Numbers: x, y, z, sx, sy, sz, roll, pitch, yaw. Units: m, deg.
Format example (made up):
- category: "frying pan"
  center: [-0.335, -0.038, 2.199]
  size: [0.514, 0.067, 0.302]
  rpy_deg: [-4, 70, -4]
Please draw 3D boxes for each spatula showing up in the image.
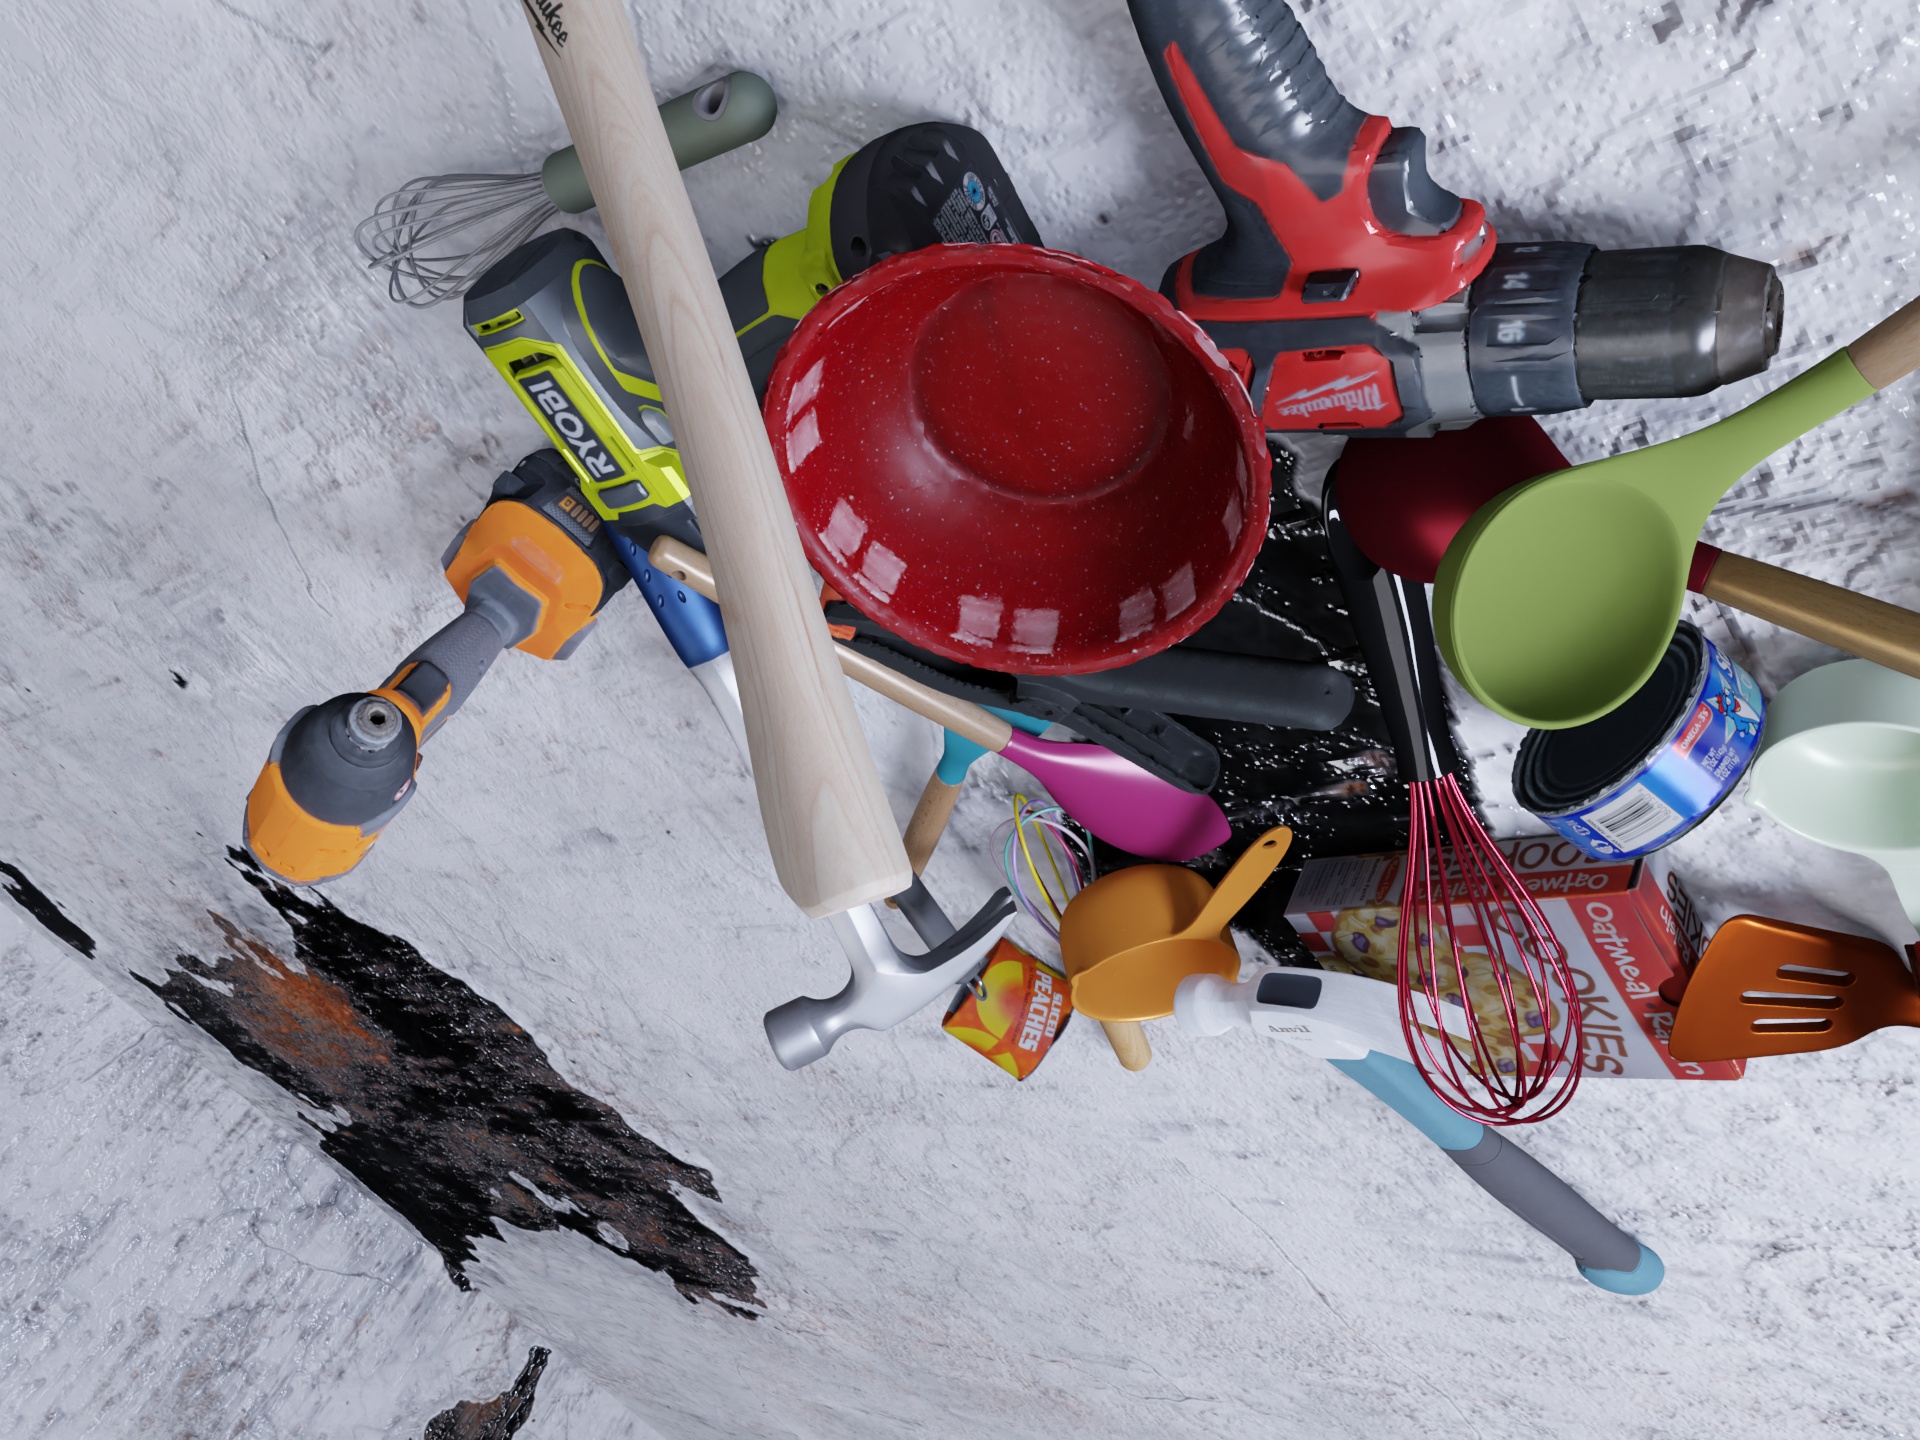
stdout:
- category: "spatula"
  center: [-0.004, 0.031, 0.842]
  size: [0.082, 0.044, 0.317]
  rpy_deg: [29, 150, 3]
- category: "spatula"
  center: [0.447, 0.145, 0.608]
  size: [0.323, 0.041, 0.081]
  rpy_deg: [18, 126, 18]

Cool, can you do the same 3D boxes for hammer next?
- category: "hammer"
  center: [-0.109, -0.024, 0.763]
  size: [0.405, 0.144, 0.035]
  rpy_deg: [64, 179, -17]
- category: "hammer"
  center: [0.255, 0.211, 0.794]
  size: [0.330, 0.033, 0.128]
  rpy_deg: [39, 149, -29]
- category: "hammer"
  center: [-0.087, -0.143, 0.482]
  size: [0.146, 0.038, 0.411]
  rpy_deg: [-30, 77, 55]

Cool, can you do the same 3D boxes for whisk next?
- category: "whisk"
  center: [0.069, 0.123, 0.886]
  size: [0.047, 0.051, 0.244]
  rpy_deg: [43, 165, 45]
- category: "whisk"
  center: [0.189, 0.036, 0.623]
  size: [0.073, 0.073, 0.295]
  rpy_deg: [-3, 114, 40]
- category: "whisk"
  center: [-0.166, -0.217, 0.653]
  size: [0.246, 0.058, 0.059]
  rpy_deg: [-5, 165, 38]

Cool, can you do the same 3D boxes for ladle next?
- category: "ladle"
  center: [0.253, -0.034, 0.481]
  size: [0.316, 0.031, 0.069]
  rpy_deg: [27, 104, 29]
- category: "ladle"
  center: [0.254, -0.098, 0.397]
  size: [0.078, 0.062, 0.320]
  rpy_deg: [34, 132, -20]

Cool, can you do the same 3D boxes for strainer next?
- category: "strainer"
  center: [-0.053, 0.054, 0.857]
  size: [0.050, 0.087, 0.258]
  rpy_deg: [-29, 110, 15]

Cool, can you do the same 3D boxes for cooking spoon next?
- category: "cooking spoon"
  center: [-0.001, -0.002, 0.724]
  size: [0.318, 0.017, 0.068]
  rpy_deg: [29, 139, -26]

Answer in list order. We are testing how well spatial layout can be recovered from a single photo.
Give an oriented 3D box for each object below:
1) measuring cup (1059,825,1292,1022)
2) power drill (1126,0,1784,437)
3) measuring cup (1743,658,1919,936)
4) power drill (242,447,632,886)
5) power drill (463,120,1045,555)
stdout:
- category: "measuring cup"
  center: [0.109, 0.085, 0.782]
  size: [0.095, 0.052, 0.173]
  rpy_deg: [6, 138, -23]
- category: "power drill"
  center: [0.124, -0.175, 0.445]
  size: [0.188, 0.080, 0.226]
  rpy_deg: [6, 140, 33]
- category: "measuring cup"
  center: [0.342, 0.036, 0.570]
  size: [0.083, 0.038, 0.167]
  rpy_deg: [-9, 138, 43]
- category: "power drill"
  center: [-0.250, -0.030, 0.778]
  size: [0.084, 0.227, 0.164]
  rpy_deg: [41, 144, -12]
- category: "power drill"
  center: [-0.068, -0.129, 0.625]
  size: [0.223, 0.080, 0.171]
  rpy_deg: [-7, 131, 35]
